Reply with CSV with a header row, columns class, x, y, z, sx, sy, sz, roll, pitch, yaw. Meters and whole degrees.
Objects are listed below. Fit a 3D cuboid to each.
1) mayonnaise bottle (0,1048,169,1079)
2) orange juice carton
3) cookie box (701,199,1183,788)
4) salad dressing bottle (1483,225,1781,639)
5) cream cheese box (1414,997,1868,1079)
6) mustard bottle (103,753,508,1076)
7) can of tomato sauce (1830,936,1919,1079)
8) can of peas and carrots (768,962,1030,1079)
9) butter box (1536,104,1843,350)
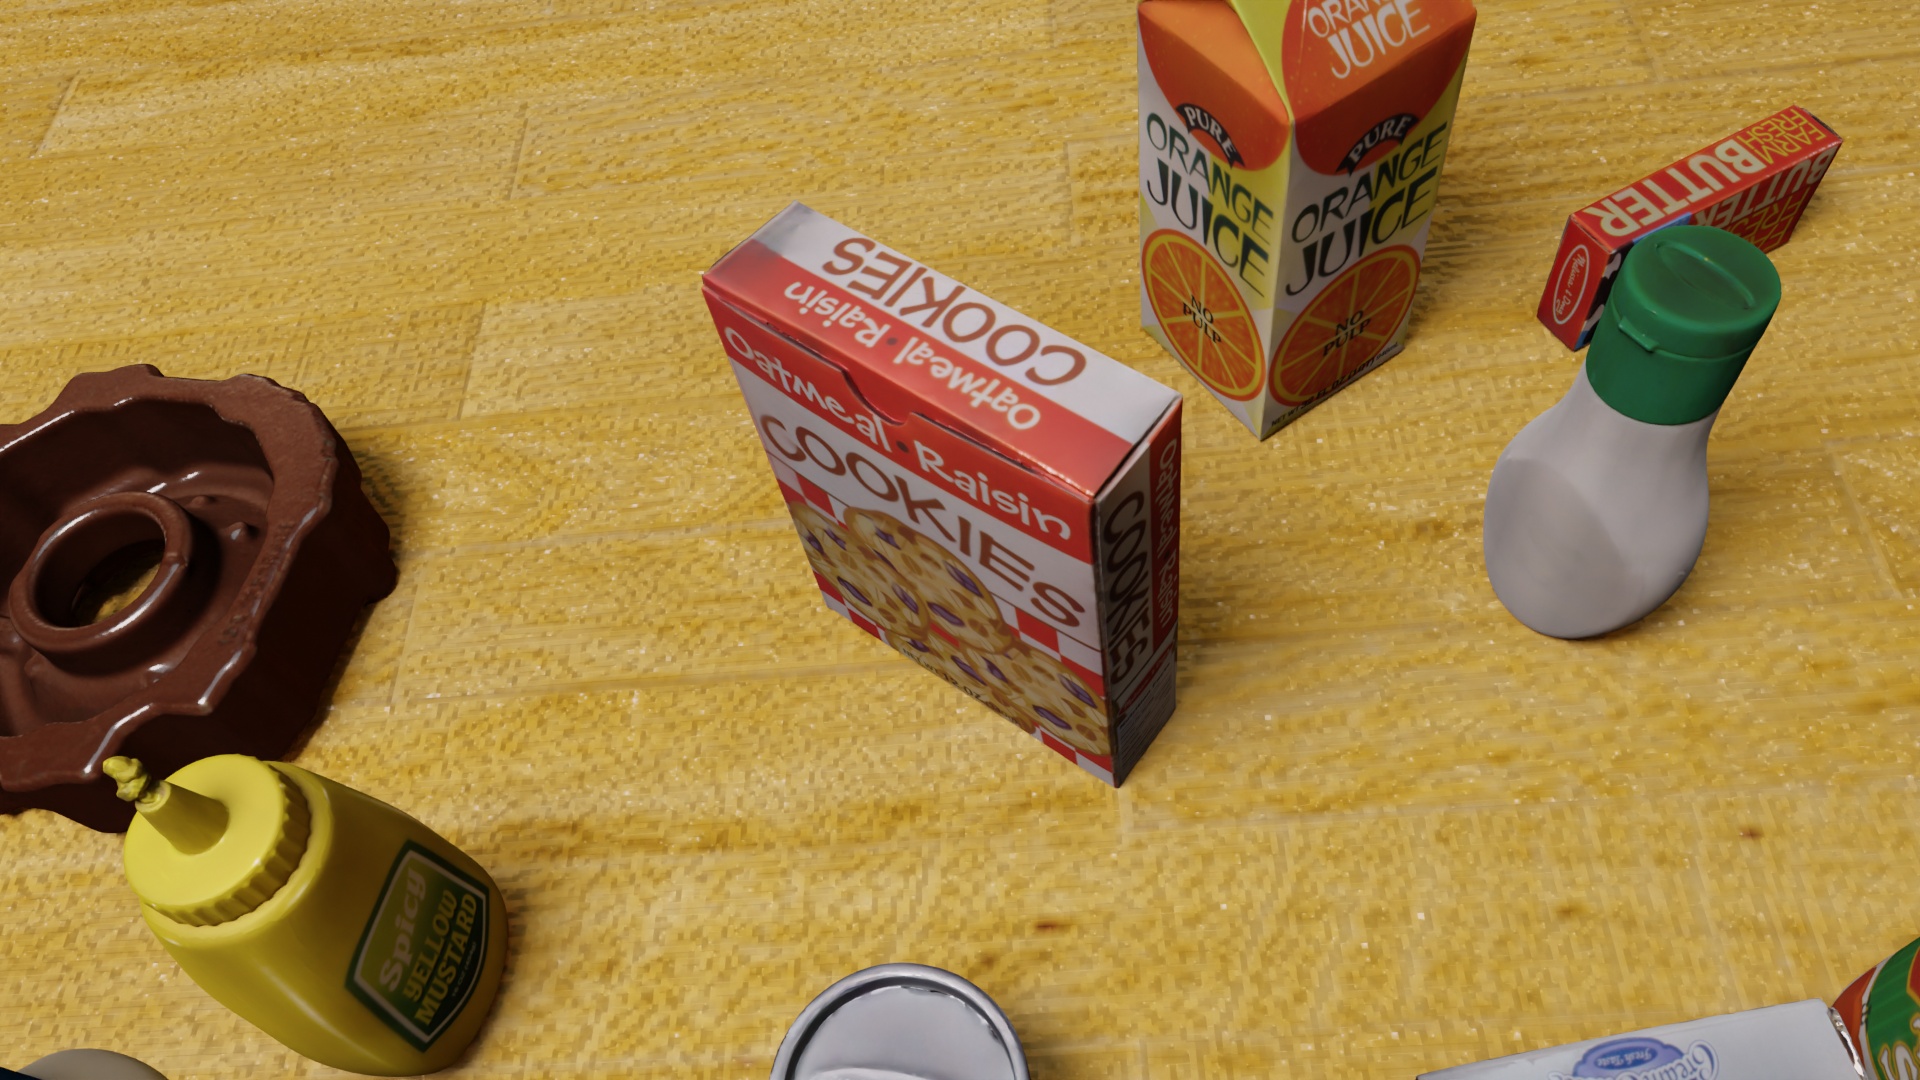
class,x,y,z,sx,sy,sz,roll,pitch,yaw
mayonnaise bottle,-0.209,0.157,0.336,0.041,0.147,0.065,25,64,22
orange juice carton,0.107,-0.127,0.450,0.072,0.191,0.073,-32,59,-13
cookie box,0.001,-0.005,0.400,0.123,0.166,0.040,30,66,24
salad dressing bottle,0.190,-0.025,0.400,0.044,0.147,0.064,-30,59,-12
cream cheese box,0.164,0.143,0.350,0.104,0.053,0.024,-11,57,1
mustard bottle,-0.171,0.095,0.363,0.049,0.159,0.065,5,58,11
can of tomato sauce,0.256,0.124,0.332,0.071,0.082,0.071,-4,57,6
can of peas and carrots,-0.013,0.154,0.364,0.071,0.058,0.071,-4,57,6
butter box,0.262,-0.113,0.503,0.104,0.053,0.024,-26,58,-9
